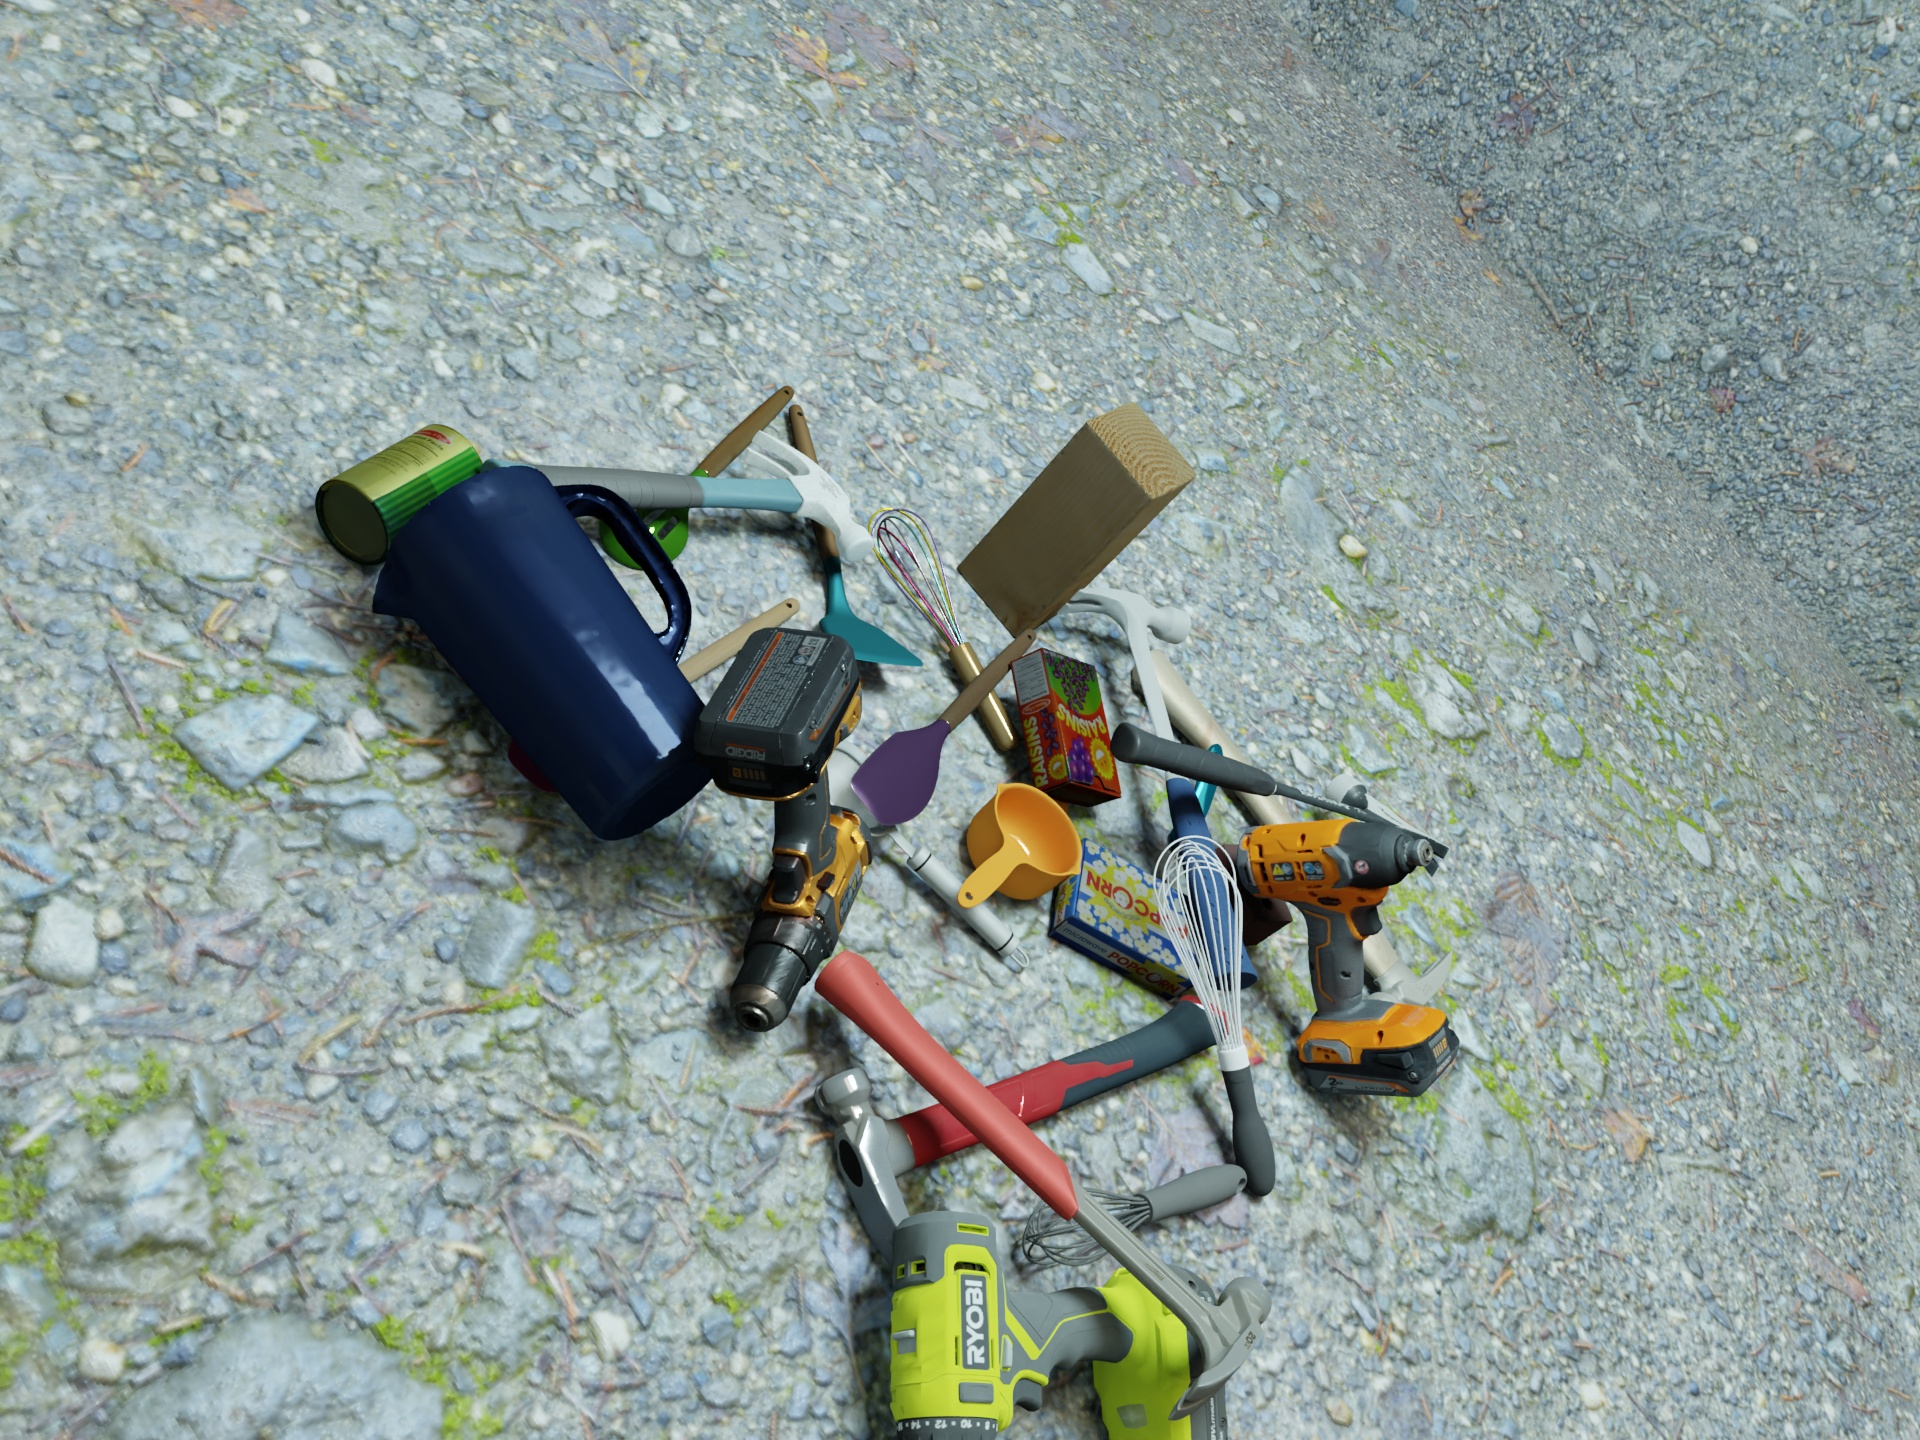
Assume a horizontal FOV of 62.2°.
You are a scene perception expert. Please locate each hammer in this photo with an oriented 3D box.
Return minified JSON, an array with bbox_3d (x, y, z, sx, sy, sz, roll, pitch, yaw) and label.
[{"bbox_3d":[0.306,0.098,1.502,0.146,0.038,0.411,-23,73,-49],"label":"hammer"},{"bbox_3d":[0.182,0.045,1.388,0.144,0.035,0.406,15,47,-31],"label":"hammer"},{"bbox_3d":[0.272,0.061,1.373,0.408,0.036,0.149,16,16,-42],"label":"hammer"},{"bbox_3d":[0.037,0.278,1.011,0.359,0.036,0.149,40,18,20],"label":"hammer"},{"bbox_3d":[-0.219,-0.179,1.246,0.331,0.033,0.128,-6,53,-47],"label":"hammer"},{"bbox_3d":[0.075,0.281,1.156,0.386,0.038,0.143,-8,63,-43],"label":"hammer"}]

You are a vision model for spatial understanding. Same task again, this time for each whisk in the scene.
[{"bbox_3d":[0.203,0.230,1.232,0.070,0.070,0.284,-12,90,-44],"label":"whisk"},{"bbox_3d":[-0.016,-0.080,1.385,0.047,0.051,0.245,-10,69,-56],"label":"whisk"},{"bbox_3d":[0.131,0.347,1.141,0.238,0.055,0.055,1,56,-44],"label":"whisk"}]

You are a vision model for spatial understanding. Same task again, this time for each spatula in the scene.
[{"bbox_3d":[-0.110,-0.164,1.375,0.082,0.044,0.318,6,52,-32],"label":"spatula"},{"bbox_3d":[-0.002,-0.004,1.295,0.059,0.018,0.316,52,37,-8],"label":"spatula"}]

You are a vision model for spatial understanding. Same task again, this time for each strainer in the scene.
[{"bbox_3d":[-0.039,0.101,1.212,0.258,0.050,0.087,45,28,-8],"label":"strainer"}]

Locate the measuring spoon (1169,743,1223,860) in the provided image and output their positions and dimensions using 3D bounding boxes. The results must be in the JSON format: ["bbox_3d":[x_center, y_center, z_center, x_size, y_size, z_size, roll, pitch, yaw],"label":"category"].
[{"bbox_3d":[0.222,0.072,1.438,0.042,0.021,0.129,27,60,-12],"label":"measuring spoon"}]

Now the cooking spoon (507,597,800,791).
[{"bbox_3d":[-0.216,-0.029,1.193,0.069,0.017,0.319,42,40,7],"label":"cooking spoon"}]

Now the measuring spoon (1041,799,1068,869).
[{"bbox_3d":[0.080,0.082,1.350,0.021,0.011,0.117,46,39,-28],"label":"measuring spoon"}]

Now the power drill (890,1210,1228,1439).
[{"bbox_3d":[0.056,0.413,0.979,0.228,0.080,0.191,19,56,-32],"label":"power drill"}]

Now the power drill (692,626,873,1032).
[{"bbox_3d":[-0.117,0.077,1.050,0.084,0.226,0.185,8,41,13],"label":"power drill"}]

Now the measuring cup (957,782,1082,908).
[{"bbox_3d":[0.028,0.115,1.237,0.095,0.052,0.173,47,36,4],"label":"measuring cup"}]

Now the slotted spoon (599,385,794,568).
[{"bbox_3d":[-0.211,-0.220,1.354,0.070,0.031,0.314,42,39,-9],"label":"slotted spoon"}]

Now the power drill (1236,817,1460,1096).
[{"bbox_3d":[0.329,0.188,1.297,0.084,0.164,0.226,-26,101,-44],"label":"power drill"}]
